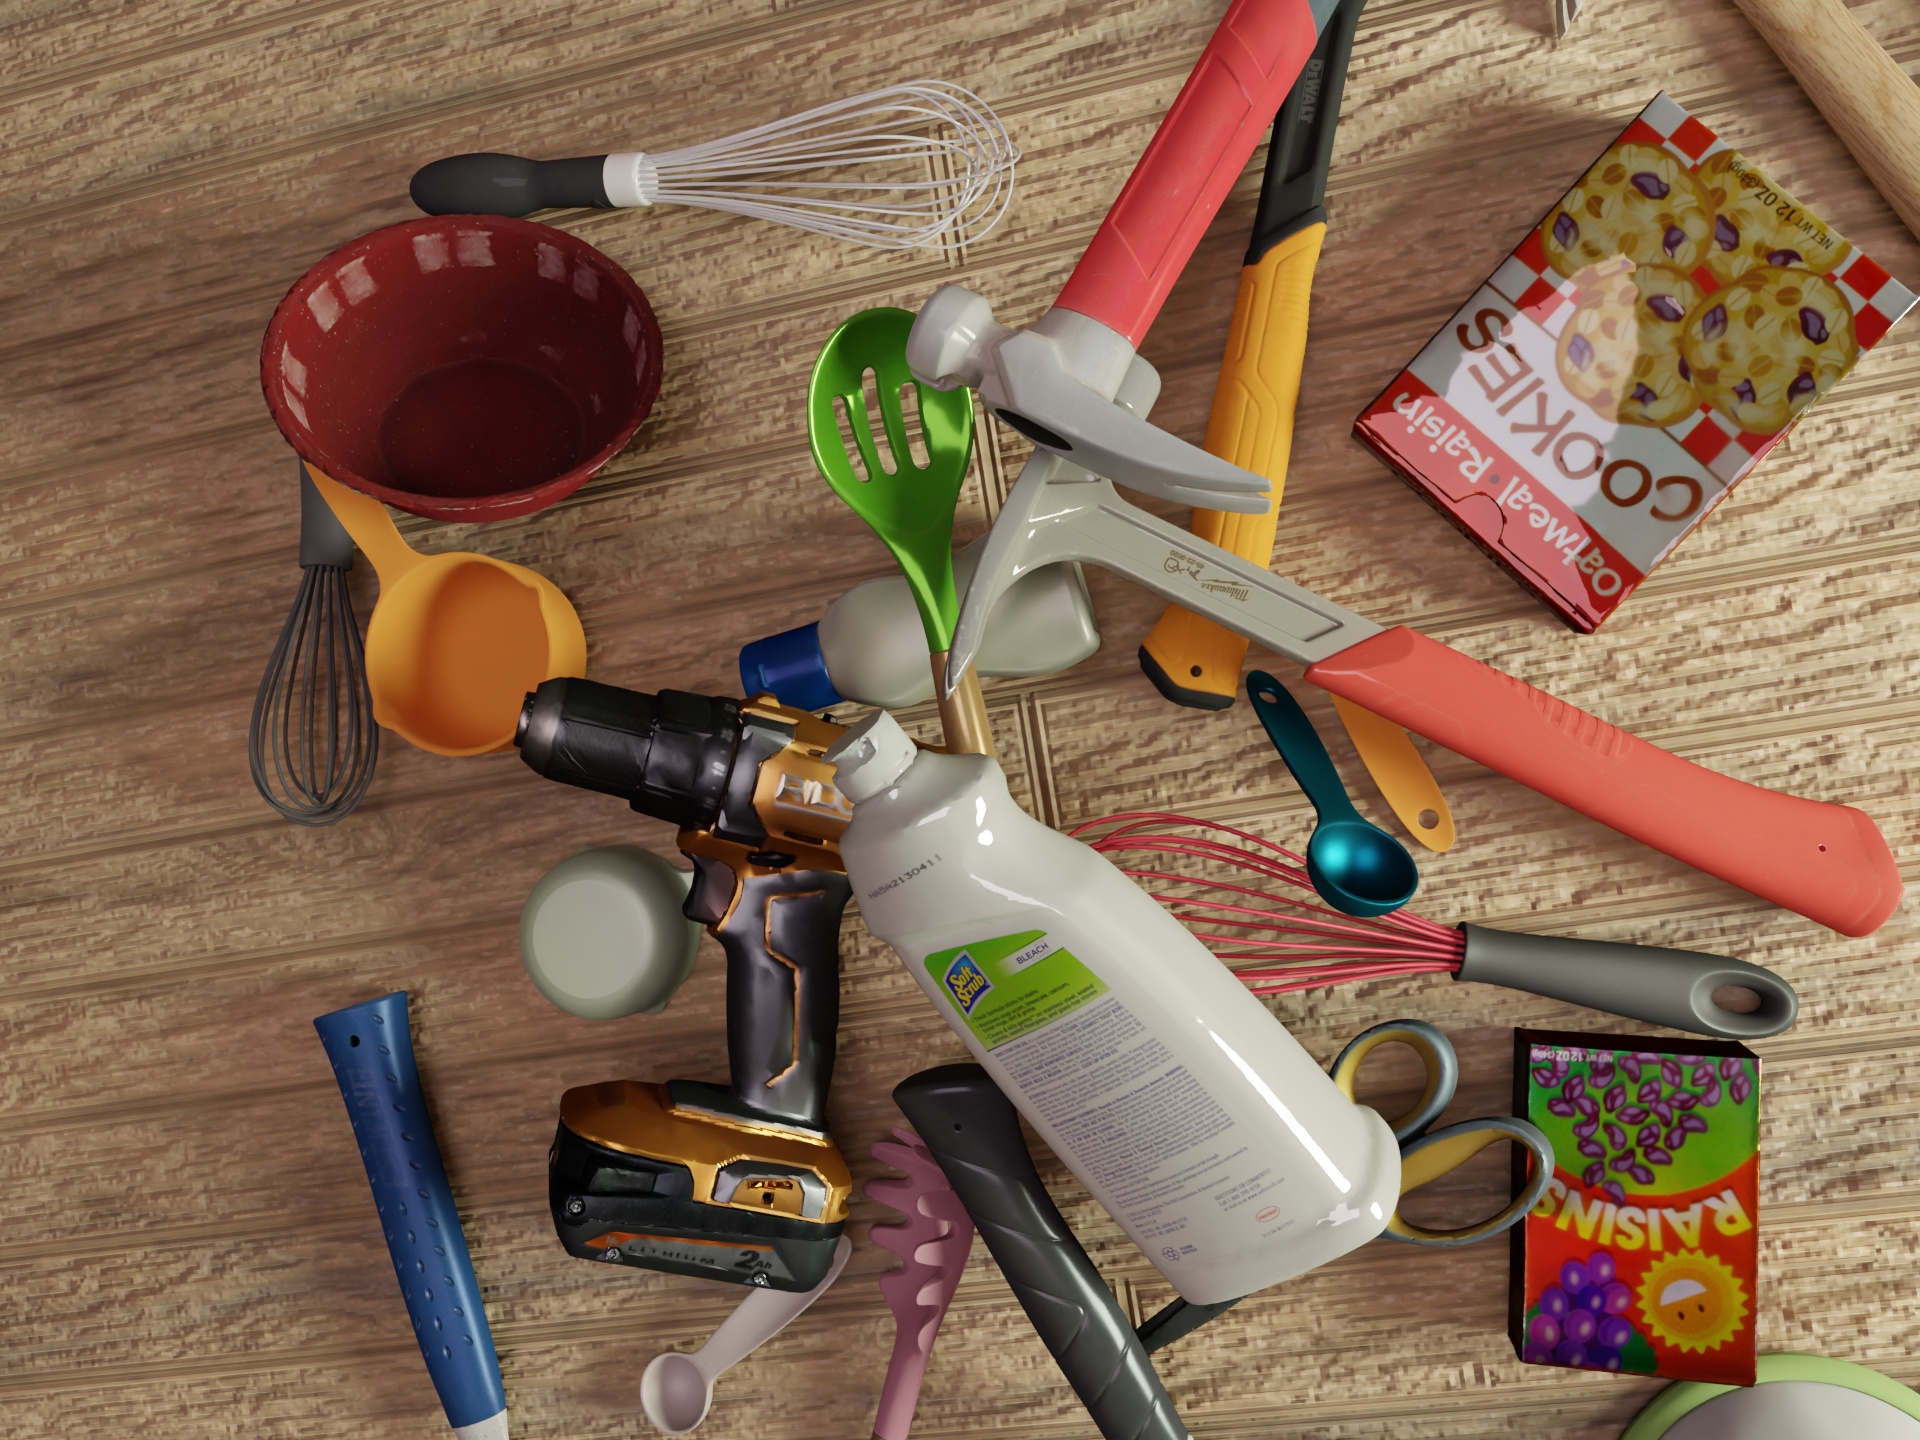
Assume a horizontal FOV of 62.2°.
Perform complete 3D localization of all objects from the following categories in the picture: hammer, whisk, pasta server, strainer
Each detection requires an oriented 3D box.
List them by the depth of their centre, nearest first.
[{"bbox_3d":[0.135,-0.262,0.592,0.143,0.038,0.386,28,83,14],"label":"hammer"},{"bbox_3d":[0.267,0.314,0.594,0.256,0.069,0.151,6,91,10],"label":"strainer"},{"bbox_3d":[0.177,-0.002,0.596,0.359,0.036,0.149,26,77,0],"label":"hammer"},{"bbox_3d":[0.349,-0.224,0.602,0.130,0.031,0.331,-36,83,9],"label":"hammer"},{"bbox_3d":[0.176,0.088,0.624,0.296,0.073,0.073,9,91,5],"label":"whisk"},{"bbox_3d":[0.089,0.314,0.626,0.149,0.036,0.409,-30,91,12],"label":"hammer"},{"bbox_3d":[0.135,-0.169,0.643,0.127,0.034,0.337,12,92,12],"label":"hammer"},{"bbox_3d":[-0.043,0.327,0.673,0.040,0.060,0.316,11,95,-25],"label":"pasta server"},{"bbox_3d":[-0.113,-0.234,0.684,0.284,0.070,0.070,2,90,16],"label":"whisk"},{"bbox_3d":[-0.217,0.323,0.709,0.144,0.035,0.405,-19,86,10],"label":"hammer"},{"bbox_3d":[-0.292,-0.071,0.725,0.055,0.055,0.239,0,85,11],"label":"whisk"}]

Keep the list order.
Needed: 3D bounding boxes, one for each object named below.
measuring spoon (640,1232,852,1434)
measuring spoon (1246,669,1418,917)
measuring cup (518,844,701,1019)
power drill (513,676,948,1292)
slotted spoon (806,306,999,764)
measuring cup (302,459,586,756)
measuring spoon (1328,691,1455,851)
[{"bbox_3d":[-0.090,0.263,0.691,0.124,0.018,0.034,-43,69,9],"label":"measuring spoon"},{"bbox_3d":[0.136,0.029,0.620,0.042,0.129,0.021,0,133,-18],"label":"measuring spoon"},{"bbox_3d":[-0.117,0.074,0.689,0.167,0.038,0.083,-26,85,11],"label":"measuring cup"},{"bbox_3d":[-0.105,0.098,0.640,0.185,0.084,0.226,15,92,-16],"label":"power drill"},{"bbox_3d":[-0.001,-0.002,0.619,0.070,0.031,0.314,-15,94,-23],"label":"slotted spoon"},{"bbox_3d":[-0.234,-0.062,0.708,0.095,0.052,0.174,-38,81,9],"label":"measuring cup"},{"bbox_3d":[0.168,0.002,0.649,0.021,0.011,0.117,-31,87,10],"label":"measuring spoon"}]
